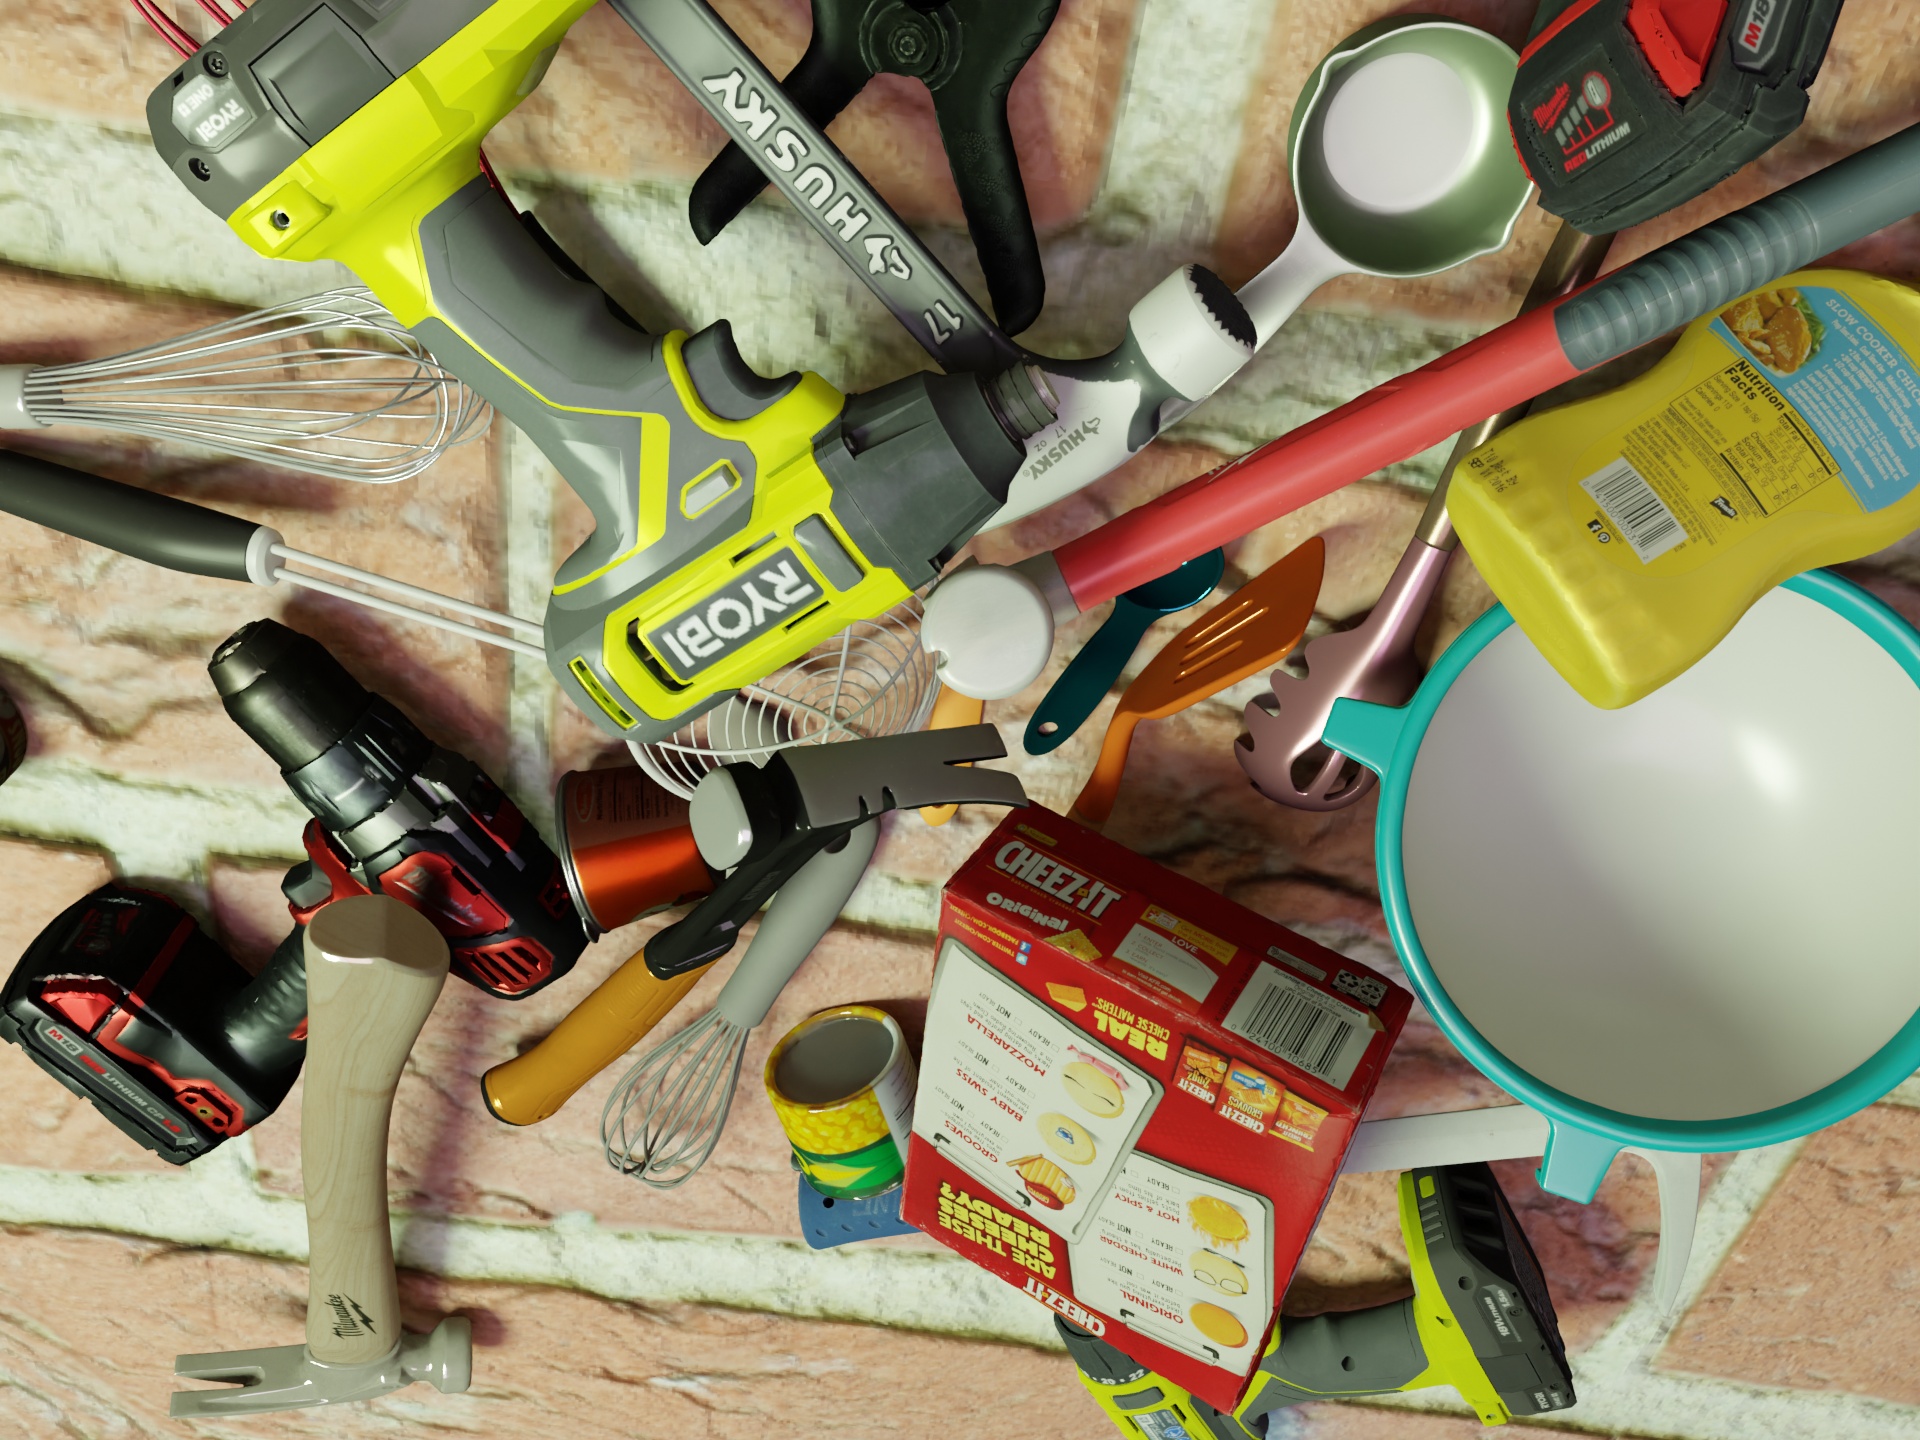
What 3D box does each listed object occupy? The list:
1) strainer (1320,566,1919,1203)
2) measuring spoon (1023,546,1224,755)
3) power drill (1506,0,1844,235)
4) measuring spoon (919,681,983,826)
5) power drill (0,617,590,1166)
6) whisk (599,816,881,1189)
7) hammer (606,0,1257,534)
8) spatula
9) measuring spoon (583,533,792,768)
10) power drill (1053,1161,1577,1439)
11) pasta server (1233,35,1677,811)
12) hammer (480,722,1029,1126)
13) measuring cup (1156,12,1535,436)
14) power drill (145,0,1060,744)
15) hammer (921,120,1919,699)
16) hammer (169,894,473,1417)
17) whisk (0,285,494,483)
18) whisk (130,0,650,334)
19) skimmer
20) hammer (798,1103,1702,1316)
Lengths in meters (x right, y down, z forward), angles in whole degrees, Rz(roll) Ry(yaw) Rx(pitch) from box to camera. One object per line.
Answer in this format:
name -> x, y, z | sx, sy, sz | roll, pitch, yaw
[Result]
strainer -> 0.311, 0.016, 0.583 | 0.340, 0.095, 0.211 | -26, 87, 3
measuring spoon -> 0.056, -0.034, 0.614 | 0.042, 0.021, 0.128 | 17, 132, -20
power drill -> 0.118, -0.225, 0.417 | 0.219, 0.078, 0.143 | 23, 83, -10
measuring spoon -> -0.001, -0.002, 0.636 | 0.021, 0.011, 0.116 | 10, 123, -4
power drill -> -0.291, 0.073, 0.663 | 0.226, 0.080, 0.187 | -29, 117, 16
whisk -> -0.098, 0.125, 0.707 | 0.055, 0.055, 0.239 | 27, 115, -14
hammer -> -0.099, -0.215, 0.463 | 0.149, 0.036, 0.408 | -36, 107, 32
spatula -> 0.052, 0.057, 0.651 | 0.041, 0.081, 0.322 | 26, 126, 0
measuring spoon -> -0.109, -0.022, 0.625 | 0.034, 0.018, 0.124 | -26, 117, 18
power drill -> 0.163, 0.293, 0.782 | 0.228, 0.080, 0.190 | -22, 120, 19
pasta server -> 0.178, -0.091, 0.564 | 0.060, 0.040, 0.316 | 16, 118, -7
hammer -> -0.111, 0.096, 0.639 | 0.127, 0.034, 0.336 | -8, 157, -41
measuring cup -> 0.110, -0.154, 0.519 | 0.083, 0.038, 0.167 | 37, 119, -20
power drill -> -0.092, -0.117, 0.451 | 0.171, 0.080, 0.223 | -30, 115, 15
hammer -> 0.167, -0.110, 0.493 | 0.386, 0.143, 0.038 | -25, 97, 6
hammer -> -0.282, 0.212, 0.705 | 0.146, 0.038, 0.410 | 1, 137, -20
whisk -> -0.299, -0.113, 0.556 | 0.284, 0.070, 0.070 | 0, 123, 8
whisk -> -0.160, -0.172, 0.511 | 0.073, 0.073, 0.295 | -30, 123, 20
skimmer -> -0.186, -0.055, 0.594 | 0.363, 0.090, 0.127 | 17, 121, 7
hammer -> 0.120, 0.206, 0.720 | 0.405, 0.035, 0.144 | -11, 79, 16
